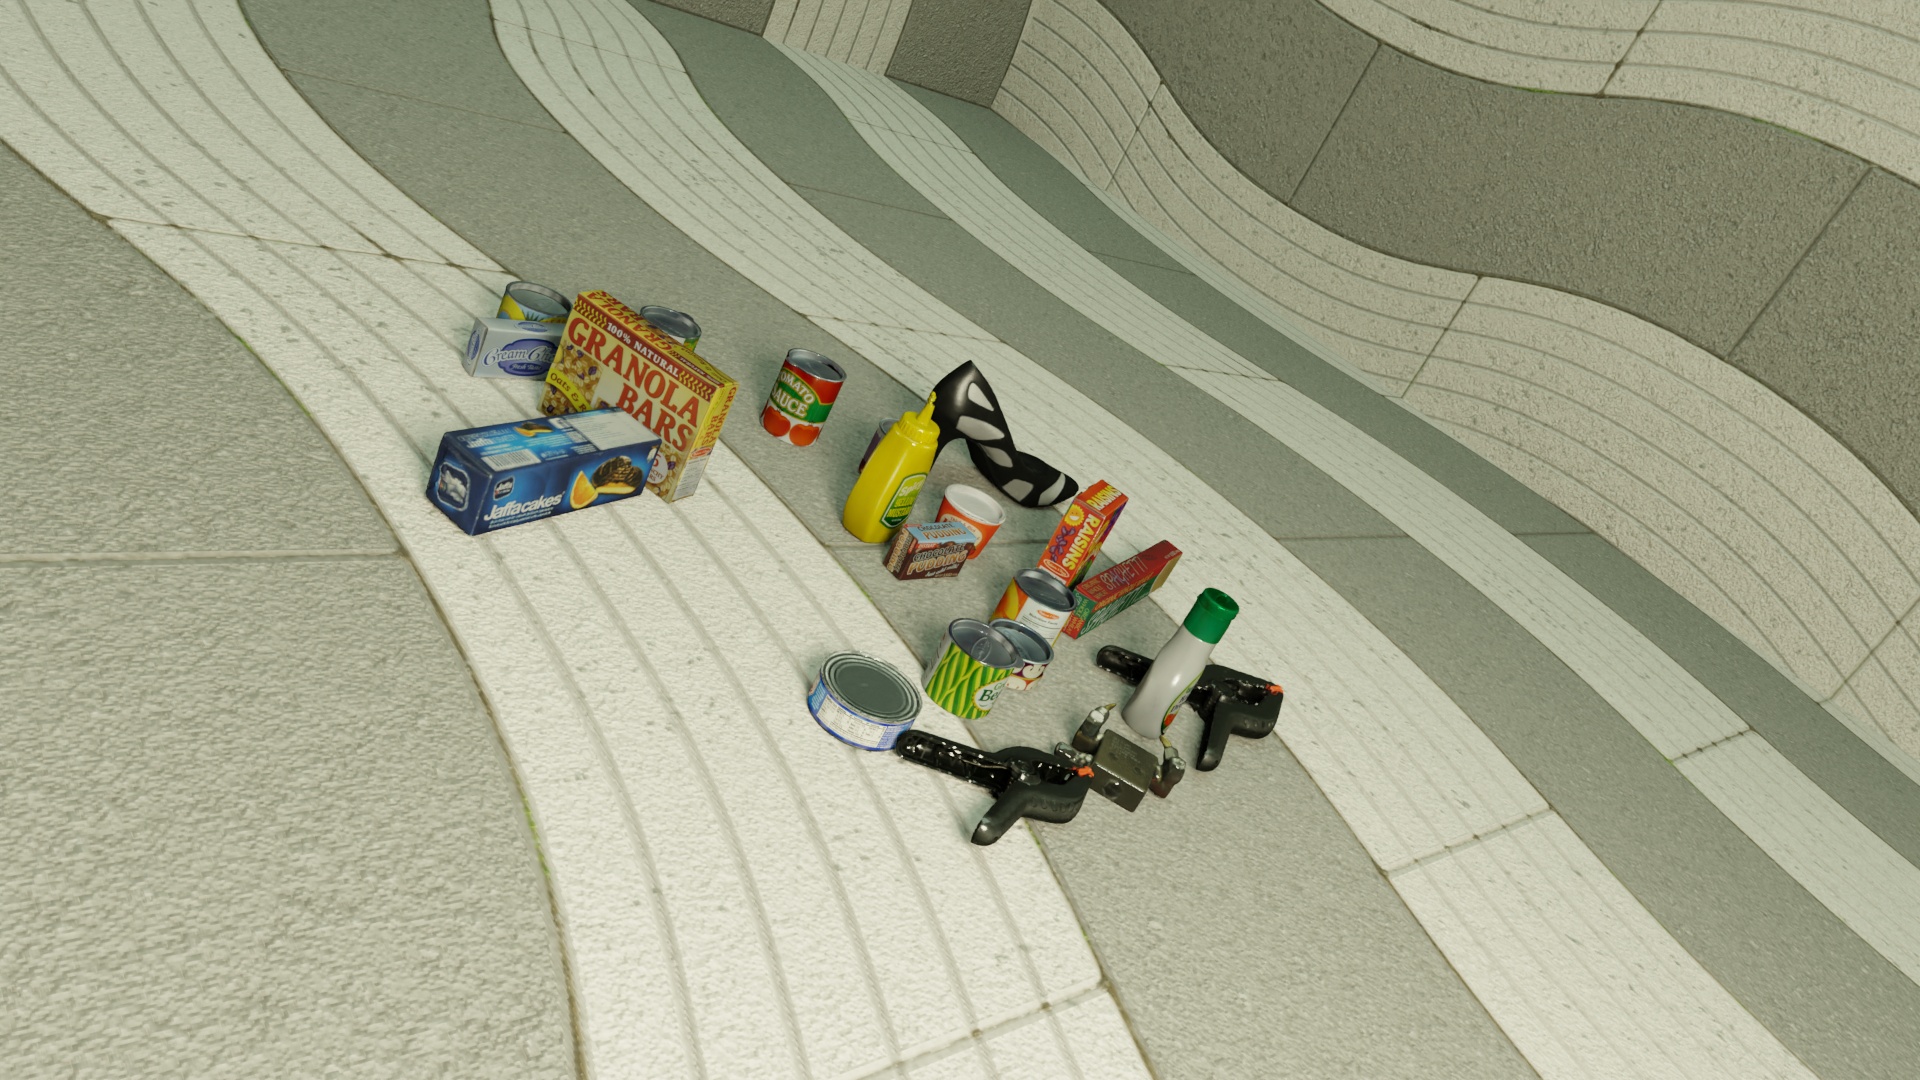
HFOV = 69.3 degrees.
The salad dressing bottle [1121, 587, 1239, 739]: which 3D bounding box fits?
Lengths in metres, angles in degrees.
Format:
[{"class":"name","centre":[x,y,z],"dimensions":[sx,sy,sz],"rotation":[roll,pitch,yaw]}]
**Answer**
[{"class":"salad dressing bottle","centre":[0.199,0.110,1.251],"dimensions":[0.044,0.147,0.064],"rotation":[35,25,16]}]

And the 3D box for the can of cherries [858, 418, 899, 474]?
[{"class":"can of cherries","centre":[-0.066,-0.088,1.476],"dimensions":[0.071,0.058,0.072],"rotation":[23,25,-11]}]

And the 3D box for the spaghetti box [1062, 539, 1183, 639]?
[{"class":"spaghetti box","centre":[0.170,0.048,1.460],"dimensions":[0.029,0.050,0.251],"rotation":[36,26,18]}]

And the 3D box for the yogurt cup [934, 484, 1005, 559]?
[{"class":"yogurt cup","centre":[0.005,-0.018,1.416],"dimensions":[0.072,0.053,0.073],"rotation":[23,25,-11]}]

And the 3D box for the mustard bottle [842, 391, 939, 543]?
[{"class":"mustard bottle","centre":[-0.058,-0.072,1.330],"dimensions":[0.049,0.159,0.065],"rotation":[39,26,23]}]

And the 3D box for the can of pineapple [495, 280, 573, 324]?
[{"class":"can of pineapple","centre":[-0.418,-0.212,1.358],"dimensions":[0.071,0.057,0.071],"rotation":[23,25,-11]}]

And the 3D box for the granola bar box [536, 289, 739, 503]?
[{"class":"granola bar box","centre":[-0.292,-0.130,1.247],"dimensions":[0.166,0.123,0.039],"rotation":[34,25,14]}]

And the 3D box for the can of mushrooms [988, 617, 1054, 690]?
[{"class":"can of mushrooms","centre":[0.046,0.102,1.249],"dimensions":[0.071,0.033,0.071],"rotation":[23,25,-11]}]

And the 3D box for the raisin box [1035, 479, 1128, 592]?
[{"class":"raisin box","centre":[0.115,0.006,1.399],"dimensions":[0.040,0.123,0.086],"rotation":[34,25,13]}]

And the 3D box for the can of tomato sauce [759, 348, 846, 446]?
[{"class":"can of tomato sauce","centre":[-0.168,-0.150,1.463],"dimensions":[0.071,0.082,0.071],"rotation":[23,25,-11]}]

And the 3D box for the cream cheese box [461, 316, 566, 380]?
[{"class":"cream cheese box","centre":[-0.411,-0.179,1.306],"dimensions":[0.104,0.053,0.024],"rotation":[-4,39,-49]}]

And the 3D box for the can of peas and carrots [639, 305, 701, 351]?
[{"class":"can of peas and carrots","centre":[-0.311,-0.205,1.453],"dimensions":[0.071,0.058,0.071],"rotation":[23,25,-11]}]

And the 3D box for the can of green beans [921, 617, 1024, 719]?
[{"class":"can of green beans","centre":[0.008,0.108,1.169],"dimensions":[0.071,0.057,0.071],"rotation":[23,25,-11]}]

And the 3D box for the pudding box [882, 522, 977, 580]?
[{"class":"pudding box","centre":[-0.029,0.009,1.334],"dimensions":[0.084,0.049,0.030],"rotation":[-2,38,-48]}]

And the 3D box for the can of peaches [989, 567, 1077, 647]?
[{"class":"can of peaches","centre":[0.068,0.067,1.310],"dimensions":[0.071,0.057,0.071],"rotation":[23,25,-11]}]
